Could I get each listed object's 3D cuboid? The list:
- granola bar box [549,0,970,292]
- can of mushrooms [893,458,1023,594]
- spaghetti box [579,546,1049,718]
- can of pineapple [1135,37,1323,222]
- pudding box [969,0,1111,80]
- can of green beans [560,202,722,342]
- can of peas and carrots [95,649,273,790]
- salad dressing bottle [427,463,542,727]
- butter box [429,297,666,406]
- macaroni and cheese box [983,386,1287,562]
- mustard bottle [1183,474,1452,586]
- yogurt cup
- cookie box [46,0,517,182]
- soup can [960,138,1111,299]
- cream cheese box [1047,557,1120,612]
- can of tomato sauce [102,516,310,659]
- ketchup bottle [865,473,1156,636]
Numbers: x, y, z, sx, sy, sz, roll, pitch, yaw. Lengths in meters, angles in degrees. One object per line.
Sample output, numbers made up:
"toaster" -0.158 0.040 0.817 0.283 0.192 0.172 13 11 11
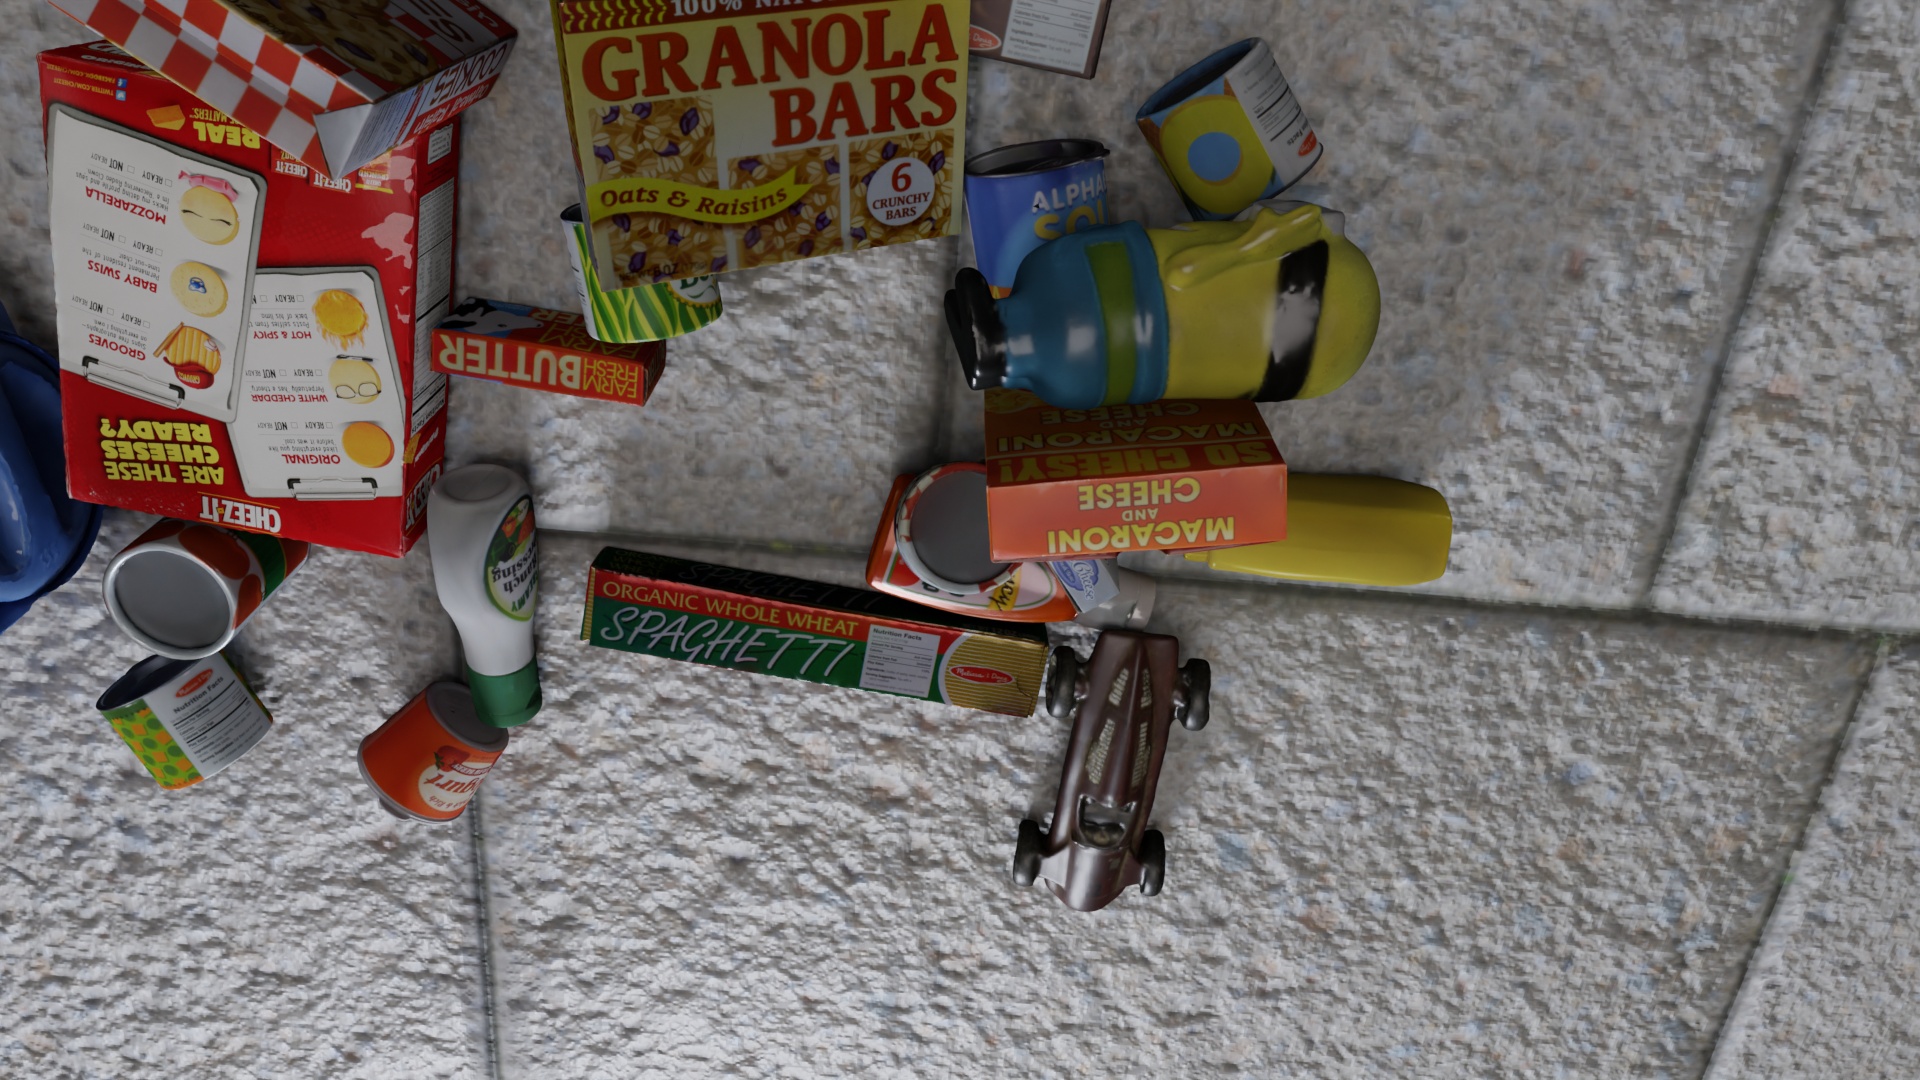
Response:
"granola bar box" -0.080 -0.180 0.586 0.166 0.039 0.123 -14 132 -19
"can of mushrooms" 0.002 -0.009 0.688 0.071 0.033 0.071 0 92 -8
"spaghetti box" -0.078 0.050 0.759 0.250 0.029 0.050 10 115 -4
"can of pineapple" 0.120 -0.184 0.629 0.071 0.071 0.057 -30 111 14
"pudding box" 0.024 -0.241 0.622 0.084 0.030 0.049 10 116 -4
"can of green beans" -0.149 -0.130 0.655 0.071 0.071 0.057 -5 116 3
"can of peas and carrots" -0.425 0.094 0.763 0.071 0.071 0.058 -20 114 10
"salad dressing bottle" -0.248 0.032 0.737 0.044 0.064 0.146 10 124 8
"butter box" -0.199 -0.093 0.680 0.103 0.053 0.024 9 117 -4
"macaroni and cheese box" 0.073 -0.045 0.638 0.124 0.167 0.040 -4 116 3
"mustard bottle" 0.165 -0.007 0.715 0.160 0.065 0.048 3 110 6
"yogurt cup" -0.290 0.115 0.772 0.072 0.072 0.054 41 101 -17
"cookie box" -0.265 -0.215 0.561 0.123 0.168 0.040 32 114 -14
"soup can" 0.041 -0.138 0.648 0.071 0.071 0.083 -9 115 4
"cream cheese box" 0.055 -0.012 0.688 0.024 0.104 0.053 -28 111 16
"can of tomato sauce" -0.386 0.011 0.712 0.071 0.083 0.071 0 116 0
"ketchup bottle" 0.028 0.015 0.734 0.149 0.044 0.064 17 107 -8
